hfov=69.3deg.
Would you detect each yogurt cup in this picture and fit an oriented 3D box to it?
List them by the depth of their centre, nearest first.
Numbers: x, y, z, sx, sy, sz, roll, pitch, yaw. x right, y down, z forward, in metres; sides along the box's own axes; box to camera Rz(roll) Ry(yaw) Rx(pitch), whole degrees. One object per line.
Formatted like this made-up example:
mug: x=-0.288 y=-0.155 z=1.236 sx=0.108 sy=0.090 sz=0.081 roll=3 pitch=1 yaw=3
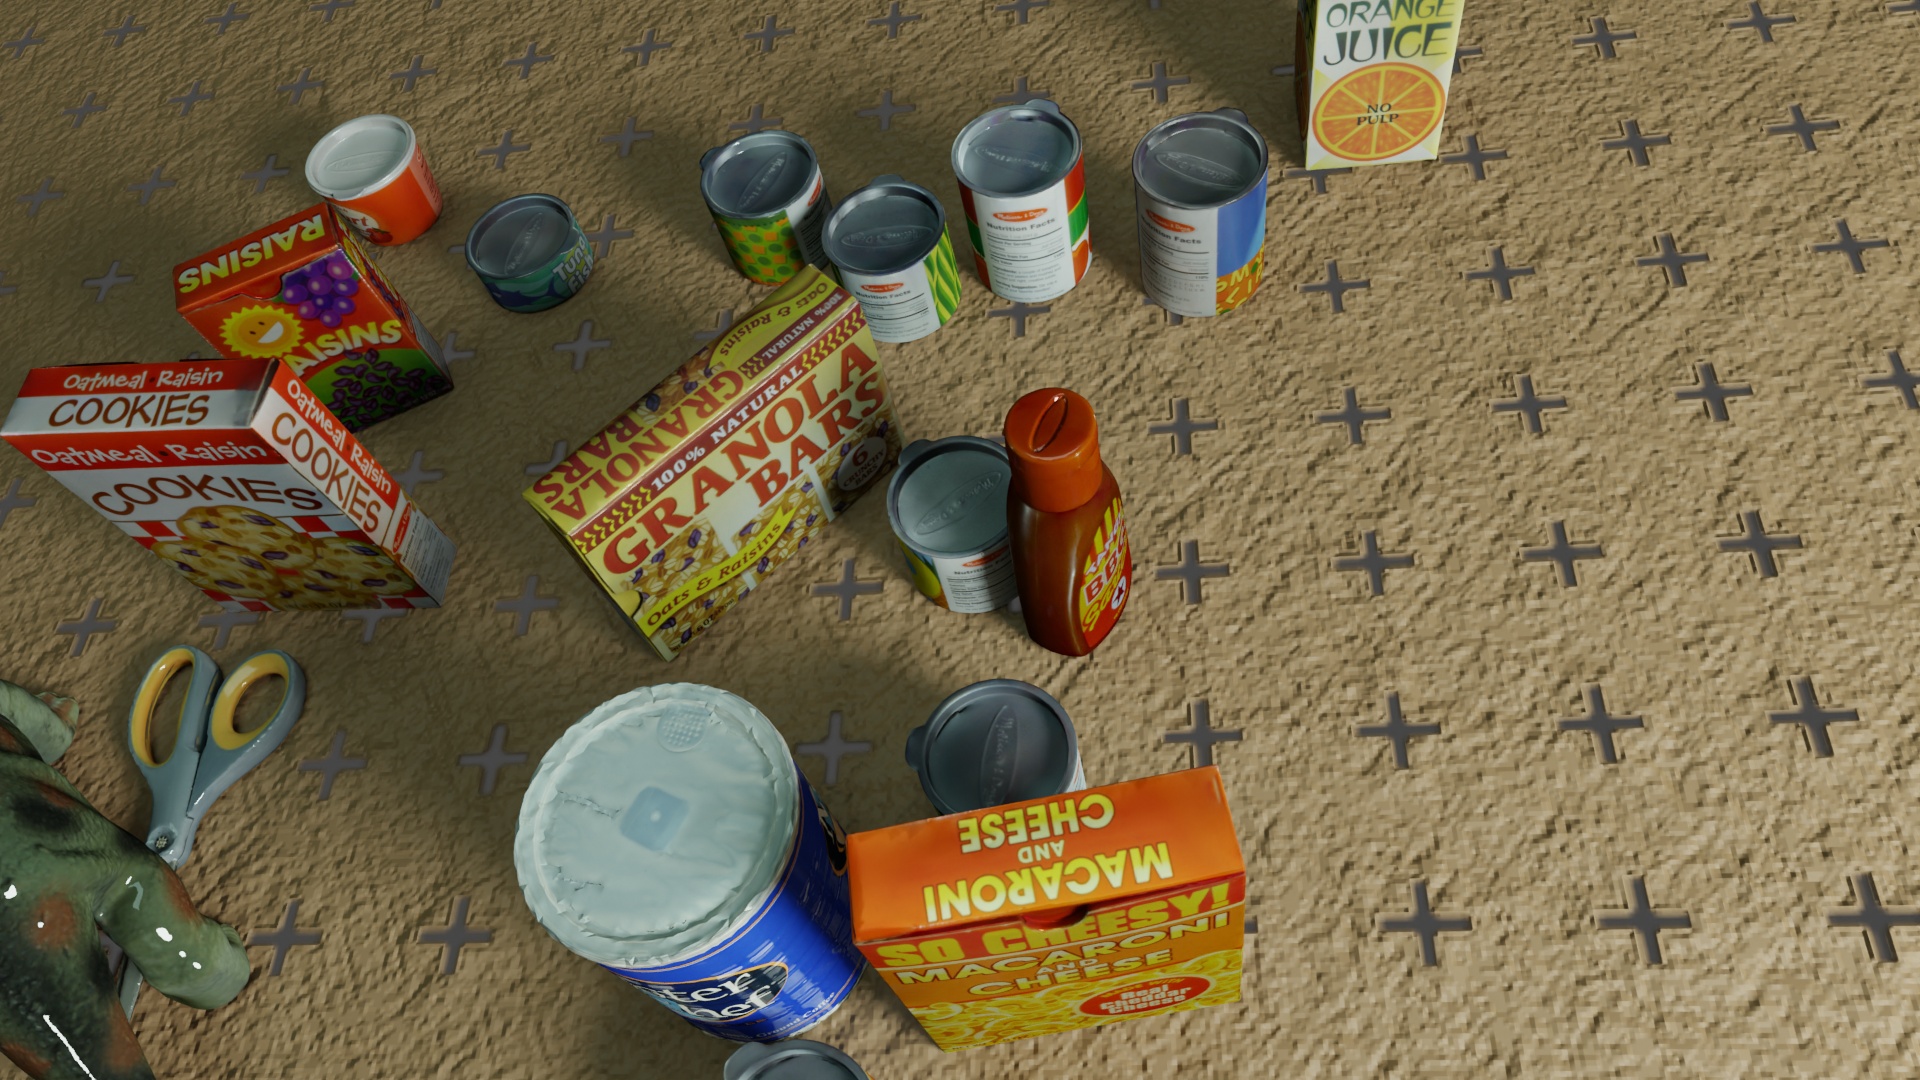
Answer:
yogurt cup: x=-0.355 y=-0.218 z=0.850 sx=0.072 sy=0.053 sz=0.073 roll=-5 pitch=59 yaw=8

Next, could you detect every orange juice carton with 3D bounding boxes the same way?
orange juice carton: x=0.212 y=-0.284 z=0.705 sx=0.073 sy=0.191 sz=0.072 roll=-3 pitch=59 yaw=9

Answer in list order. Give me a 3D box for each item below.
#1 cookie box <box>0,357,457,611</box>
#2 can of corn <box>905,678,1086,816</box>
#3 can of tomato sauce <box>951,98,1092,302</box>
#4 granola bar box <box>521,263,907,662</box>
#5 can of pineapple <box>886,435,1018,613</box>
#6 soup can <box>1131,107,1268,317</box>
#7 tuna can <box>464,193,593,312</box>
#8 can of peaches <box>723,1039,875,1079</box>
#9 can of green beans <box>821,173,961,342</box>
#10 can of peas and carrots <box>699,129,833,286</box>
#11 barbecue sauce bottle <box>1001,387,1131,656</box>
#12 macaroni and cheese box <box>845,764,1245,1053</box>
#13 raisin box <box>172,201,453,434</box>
cookie box: x=-0.338 y=-0.022 z=0.662 sx=0.123 sy=0.166 sz=0.040 roll=-1 pitch=60 yaw=10
can of corn: x=0.017 y=0.100 z=0.588 sx=0.071 sy=0.058 sz=0.071 roll=-5 pitch=59 yaw=8
can of tomato sauce: x=0.035 y=-0.179 z=0.738 sx=0.071 sy=0.082 sz=0.071 roll=-5 pitch=59 yaw=8
granola bar box: x=-0.105 y=-0.033 z=0.651 sx=0.166 sy=0.123 sz=0.039 roll=-42 pitch=61 yaw=-15
can of pineapple: x=0.002 y=-0.008 z=0.656 sx=0.071 sy=0.057 sz=0.071 roll=-5 pitch=59 yaw=8
soup can: x=0.125 y=-0.168 z=0.714 sx=0.071 sy=0.083 sz=0.071 roll=-5 pitch=59 yaw=8
tuna can: x=-0.249 y=-0.168 z=0.813 sx=0.071 sy=0.032 sz=0.071 roll=-5 pitch=59 yaw=8
can of peaches: x=-0.057 y=0.226 z=0.525 sx=0.071 sy=0.057 sz=0.071 roll=-5 pitch=59 yaw=8
can of green beans: x=-0.036 y=-0.149 z=0.748 sx=0.071 sy=0.057 sz=0.071 roll=-5 pitch=59 yaw=8
can of peas and carrots: x=-0.108 y=-0.187 z=0.783 sx=0.071 sy=0.058 sz=0.071 roll=-5 pitch=59 yaw=8
barbecue sauce bottle: x=0.045 y=-0.008 z=0.595 sx=0.044 sy=0.148 sz=0.065 roll=19 pitch=65 yaw=20
macaroni and cheese box: x=0.038 y=0.139 z=0.497 sx=0.124 sy=0.165 sz=0.040 roll=-12 pitch=58 yaw=4
raisin box: x=-0.342 y=-0.111 z=0.742 sx=0.086 sy=0.123 sz=0.040 roll=-25 pitch=58 yaw=-5
